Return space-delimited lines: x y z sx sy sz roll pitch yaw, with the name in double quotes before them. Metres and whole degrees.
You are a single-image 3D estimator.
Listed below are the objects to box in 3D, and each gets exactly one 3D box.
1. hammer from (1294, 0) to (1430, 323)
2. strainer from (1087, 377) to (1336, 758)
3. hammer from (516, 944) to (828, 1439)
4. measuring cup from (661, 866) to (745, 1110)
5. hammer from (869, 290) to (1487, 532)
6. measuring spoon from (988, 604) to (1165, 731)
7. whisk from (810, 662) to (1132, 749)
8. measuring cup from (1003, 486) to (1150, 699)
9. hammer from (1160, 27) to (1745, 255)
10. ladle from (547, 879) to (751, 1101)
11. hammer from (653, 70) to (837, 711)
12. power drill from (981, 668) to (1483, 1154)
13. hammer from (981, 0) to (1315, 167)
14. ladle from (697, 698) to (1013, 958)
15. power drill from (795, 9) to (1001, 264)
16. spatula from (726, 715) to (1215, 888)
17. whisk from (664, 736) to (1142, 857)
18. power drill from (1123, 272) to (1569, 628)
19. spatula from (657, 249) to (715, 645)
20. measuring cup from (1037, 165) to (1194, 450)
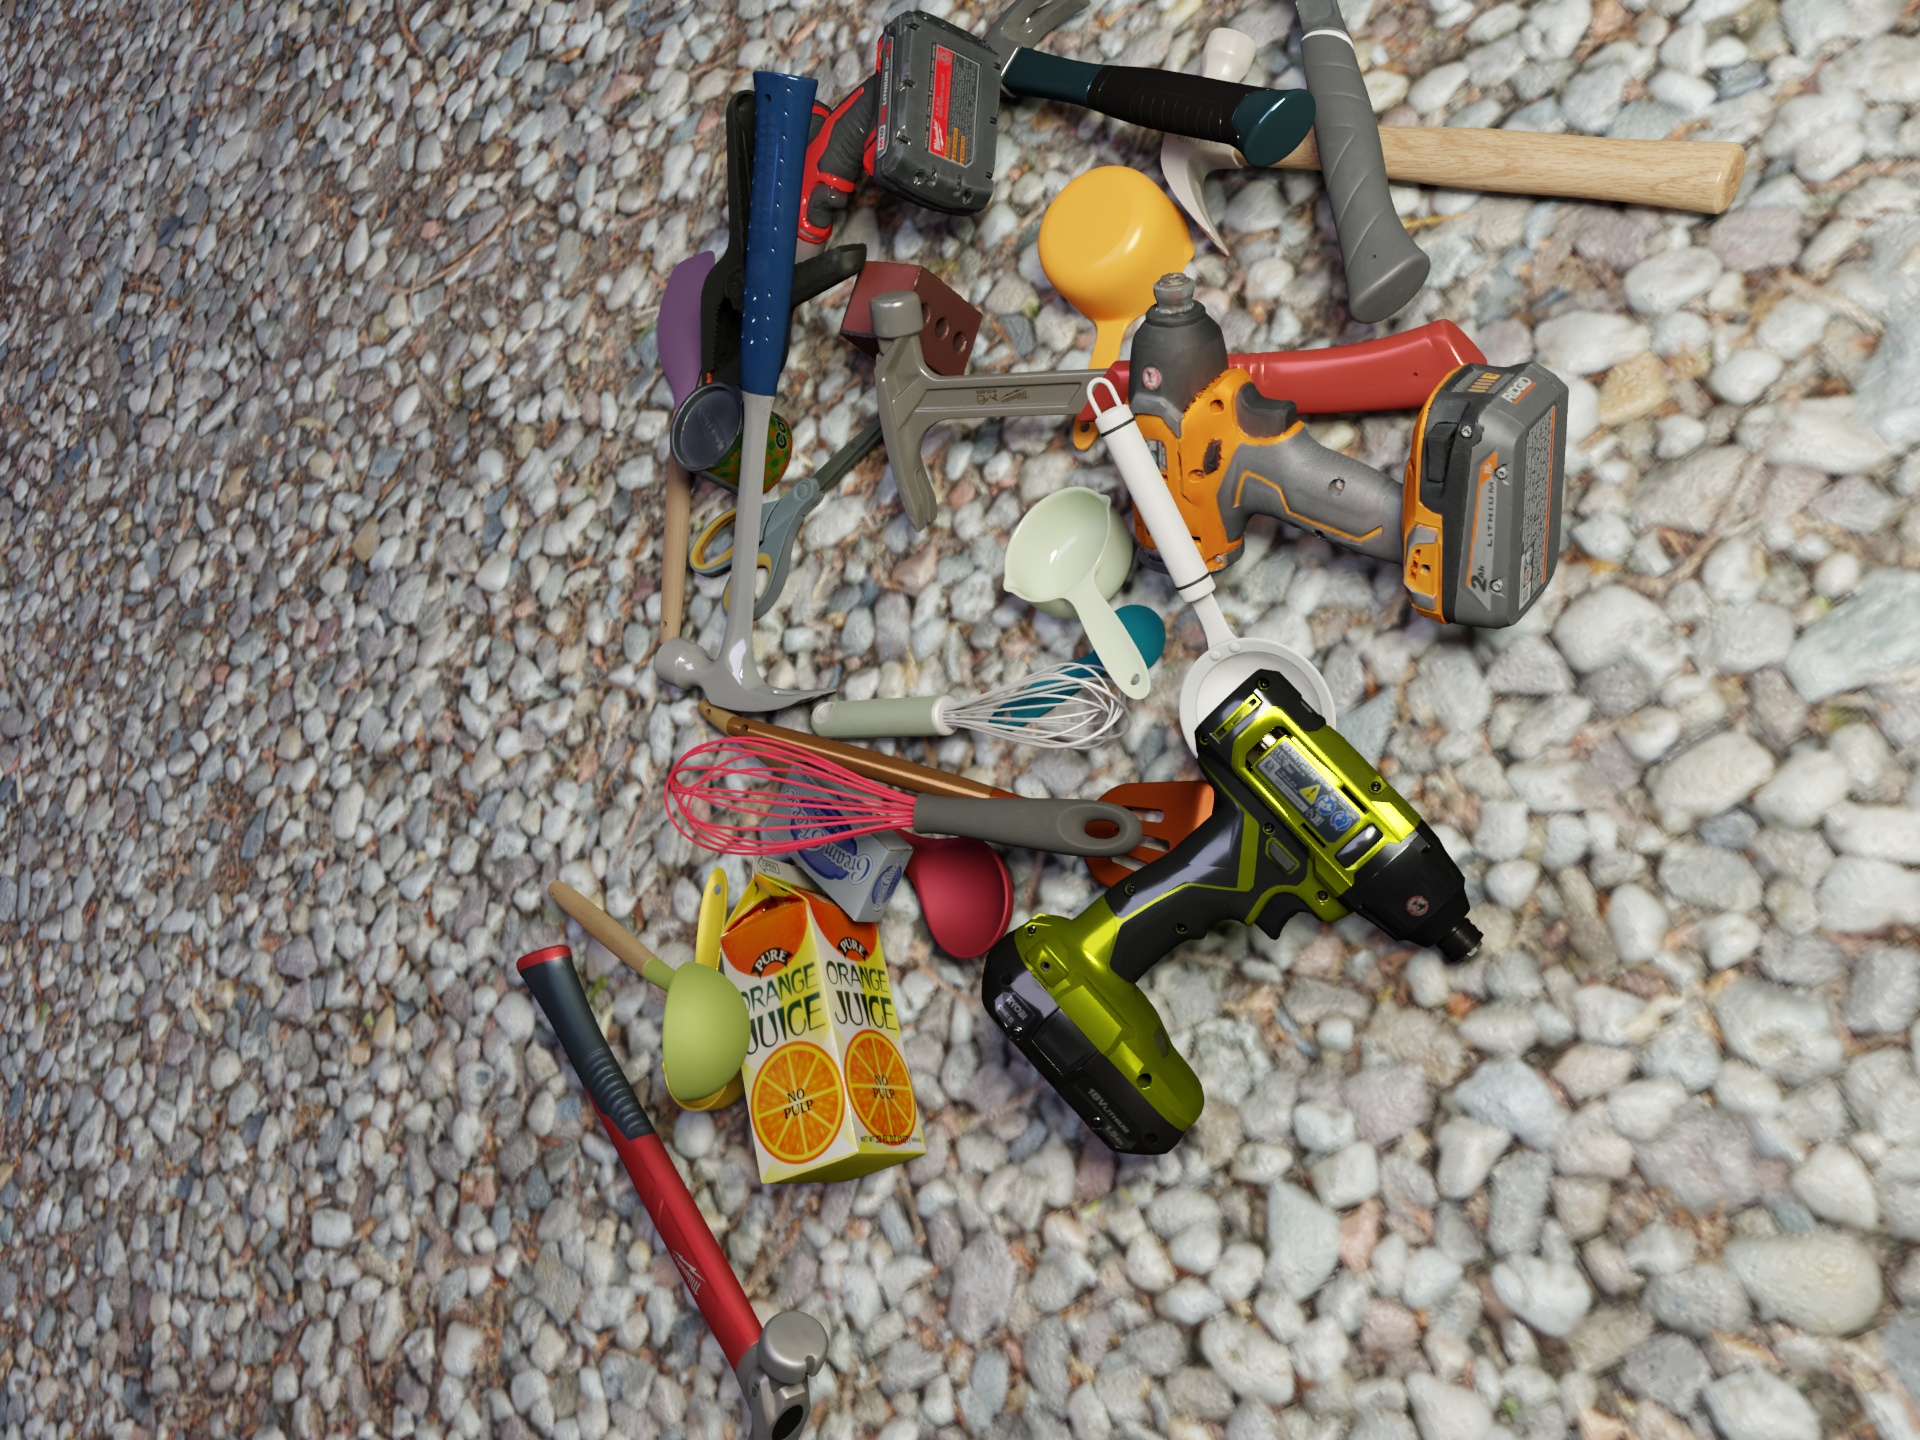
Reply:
"hammer" 0.199 -0.397 0.905 0.149 0.036 0.409 -17 63 24
"strainer" 0.130 -0.064 0.840 0.087 0.050 0.258 -22 101 33
"hammer" -0.202 0.293 1.013 0.387 0.038 0.143 48 129 39
"measuring cup" -0.157 0.175 1.034 0.062 0.029 0.157 -7 71 33
"hammer" 0.115 -0.182 0.918 0.359 0.037 0.149 4 120 27
"measuring spoon" 0.063 -0.028 0.941 0.128 0.021 0.042 -32 61 24
"whisk" -0.002 -0.003 0.960 0.246 0.059 0.058 -2 52 42
"measuring cup" 0.081 -0.065 0.912 0.083 0.038 0.168 -40 47 18
"hammer" 0.256 -0.312 0.882 0.331 0.031 0.130 21 89 36
"ladle" -0.217 0.153 1.011 0.320 0.062 0.078 19 117 55
"hammer" -0.126 -0.199 1.023 0.144 0.035 0.405 20 111 34
"power drill" 0.135 0.108 0.808 0.223 0.080 0.171 -45 80 14
"hammer" 0.093 -0.380 0.962 0.128 0.033 0.331 -58 39 8
"ladle" -0.074 0.055 1.010 0.316 0.031 0.069 32 102 38
"power drill" -0.072 -0.371 1.070 0.220 0.078 0.143 -3 81 52
"spatula" -0.005 0.039 0.937 0.323 0.041 0.081 15 86 23
"whisk" -0.041 0.051 0.910 0.296 0.073 0.073 4 79 20
"power drill" 0.184 -0.141 0.812 0.227 0.084 0.164 17 131 35
"spatula" -0.208 -0.204 1.178 0.060 0.018 0.316 -12 70 33
"measuring cup" 0.082 -0.255 0.971 0.095 0.052 0.174 6 79 35
